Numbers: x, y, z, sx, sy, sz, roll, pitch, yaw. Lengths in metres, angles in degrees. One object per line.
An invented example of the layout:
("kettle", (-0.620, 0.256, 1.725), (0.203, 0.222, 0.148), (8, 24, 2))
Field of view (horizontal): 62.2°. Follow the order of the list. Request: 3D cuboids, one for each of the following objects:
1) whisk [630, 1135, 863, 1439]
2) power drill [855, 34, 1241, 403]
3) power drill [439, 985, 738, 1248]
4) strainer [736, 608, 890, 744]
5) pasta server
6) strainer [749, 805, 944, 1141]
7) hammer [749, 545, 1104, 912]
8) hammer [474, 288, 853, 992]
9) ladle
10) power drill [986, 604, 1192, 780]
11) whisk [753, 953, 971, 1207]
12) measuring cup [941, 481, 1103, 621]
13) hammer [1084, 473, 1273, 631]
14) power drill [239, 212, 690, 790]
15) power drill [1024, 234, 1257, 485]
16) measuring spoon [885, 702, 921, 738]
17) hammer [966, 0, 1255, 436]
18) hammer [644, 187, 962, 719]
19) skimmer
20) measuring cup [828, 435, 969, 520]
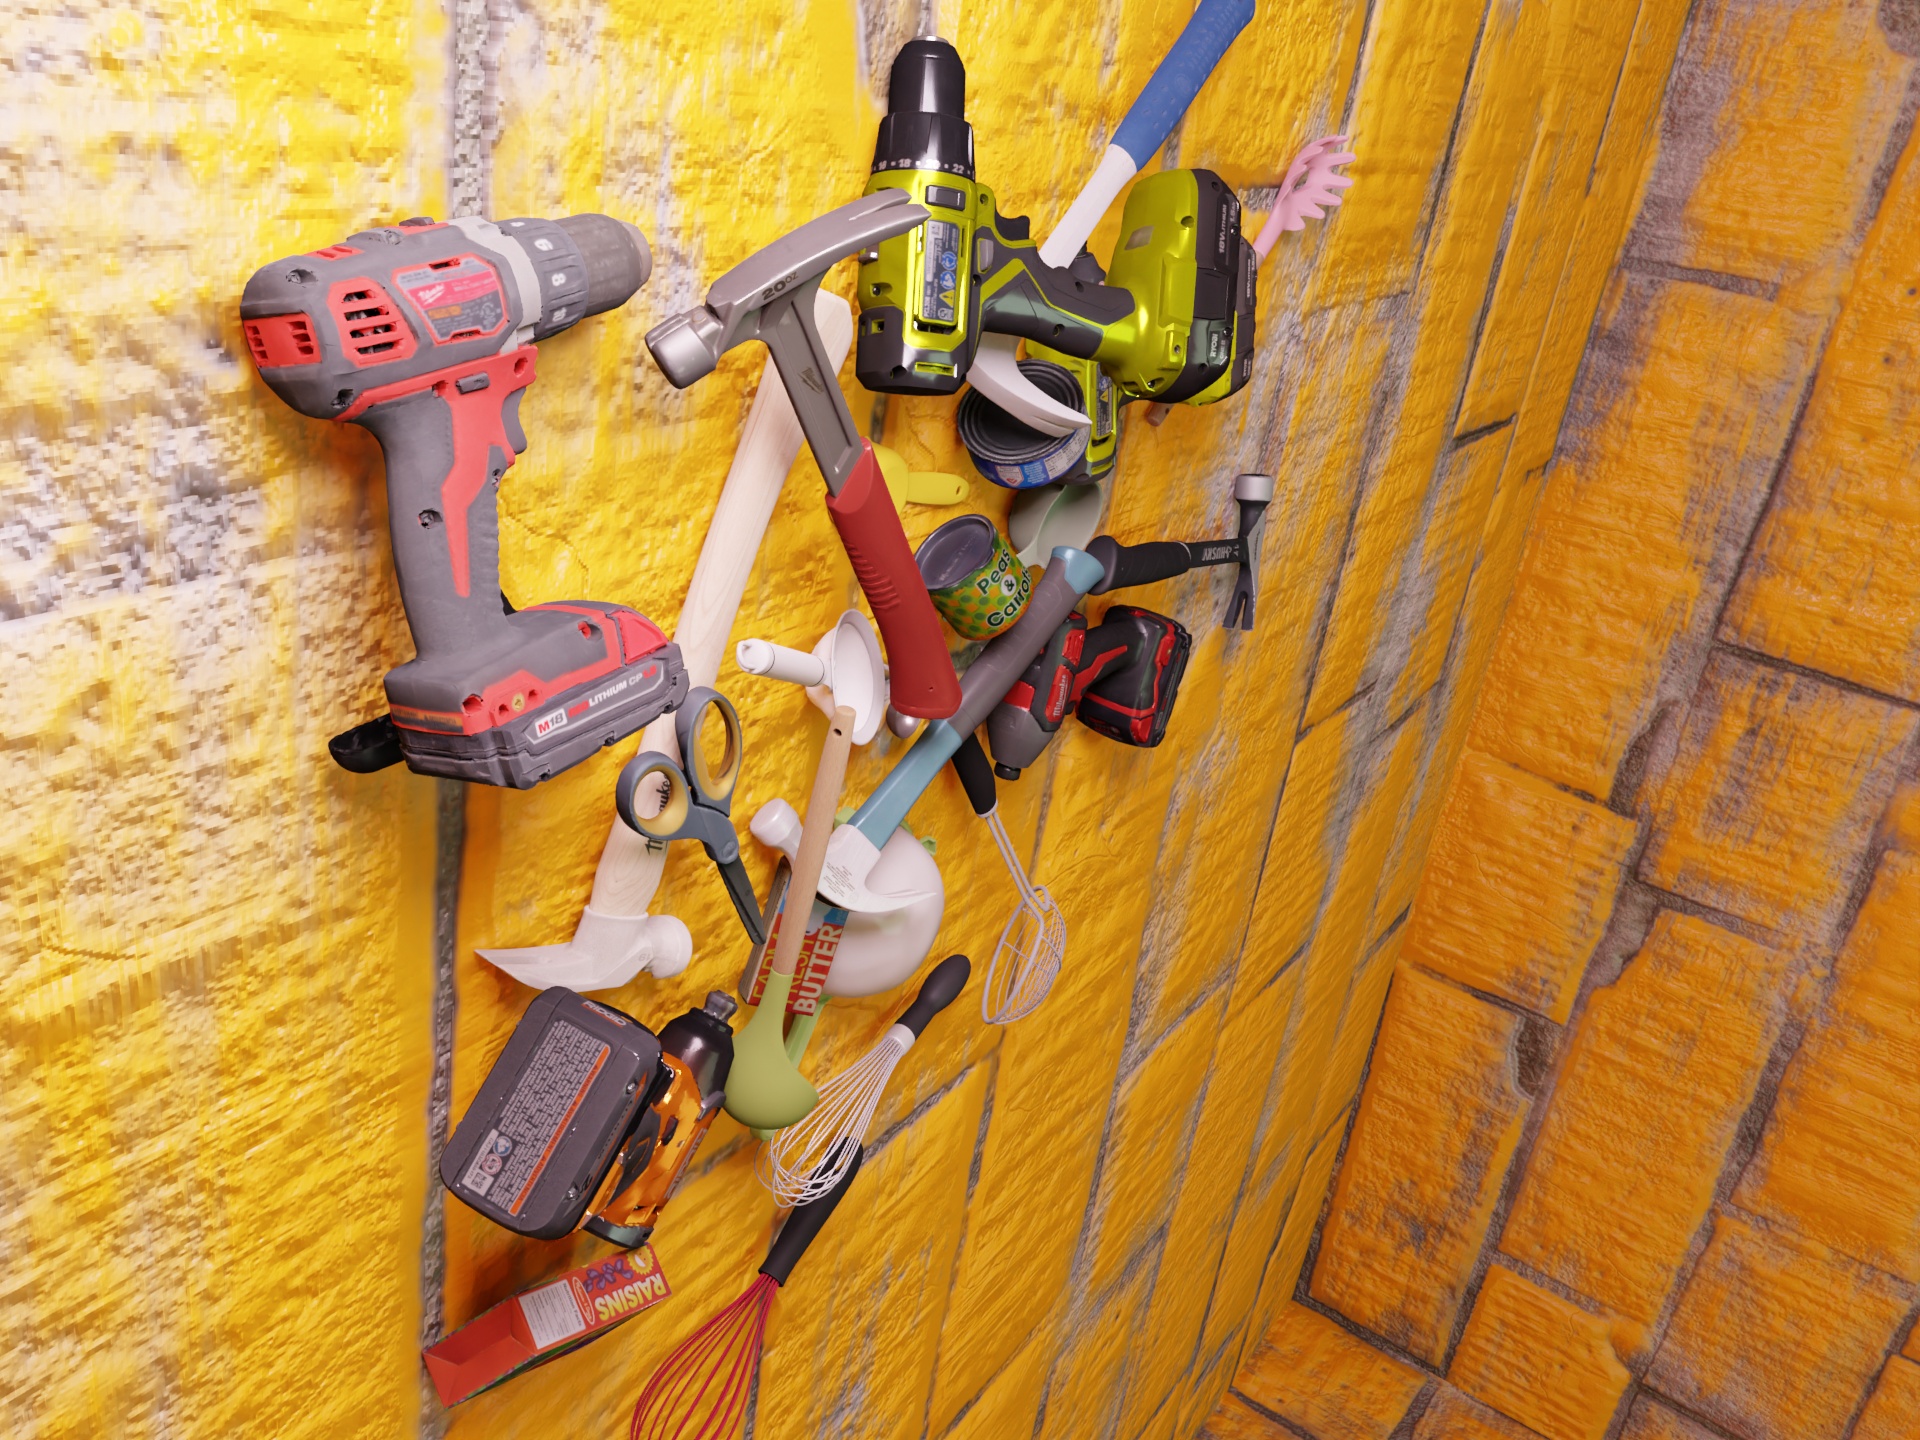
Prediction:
("whisk", (-0.156, 0.443, 1.215), (0.296, 0.073, 0.073), (-55, 151, -32))
("power drill", (0.048, -0.279, 0.923), (0.228, 0.080, 0.190), (1, 96, -29))
("power drill", (-0.196, 0.220, 0.920), (0.164, 0.084, 0.226), (-61, 166, -13))
("strainer", (-0.089, -0.030, 0.946), (0.258, 0.050, 0.087), (13, 74, -78))
("pasta server", (0.244, -0.372, 1.343), (0.316, 0.040, 0.060), (-58, 139, -16))
("strainer", (-0.077, 0.193, 1.151), (0.151, 0.069, 0.256), (29, 82, -63))
("hammer", (-0.002, -0.004, 1.103), (0.128, 0.033, 0.331), (50, 63, -23))
("hammer", (-0.150, -0.043, 0.883), (0.146, 0.038, 0.410), (9, 102, -61))
("ladle", (-0.102, 0.131, 1.011), (0.062, 0.078, 0.320), (-40, 148, -62))
("power drill", (0.098, -0.026, 1.301), (0.219, 0.079, 0.143), (-7, 116, -56))
("whisk", (-0.066, 0.272, 1.251), (0.285, 0.070, 0.070), (-45, 146, -46))
("measuring cup", (0.036, -0.127, 1.162), (0.167, 0.038, 0.083), (-39, 145, -25))
("hammer", (0.192, -0.136, 1.365), (0.409, 0.036, 0.149), (-17, 113, -62))
("power drill", (-0.188, -0.103, 0.686), (0.188, 0.080, 0.226), (-35, 121, -47))
("power drill", (0.129, -0.284, 1.160), (0.223, 0.080, 0.171), (-32, 130, -44))
("measuring spoon", (-0.040, -0.047, 1.106), (0.034, 0.018, 0.124), (-27, 126, -52))
("hammer", (0.106, -0.361, 1.057), (0.144, 0.035, 0.406), (43, 61, -23))
("hammer", (-0.045, -0.119, 0.892), (0.149, 0.037, 0.358), (-32, 144, -8))
("skimmer", (0.011, 0.111, 1.286), (0.127, 0.090, 0.362), (-74, 151, -42))
("measuring cup", (-0.028, -0.148, 1.027), (0.156, 0.029, 0.062), (-10, 119, -57))
